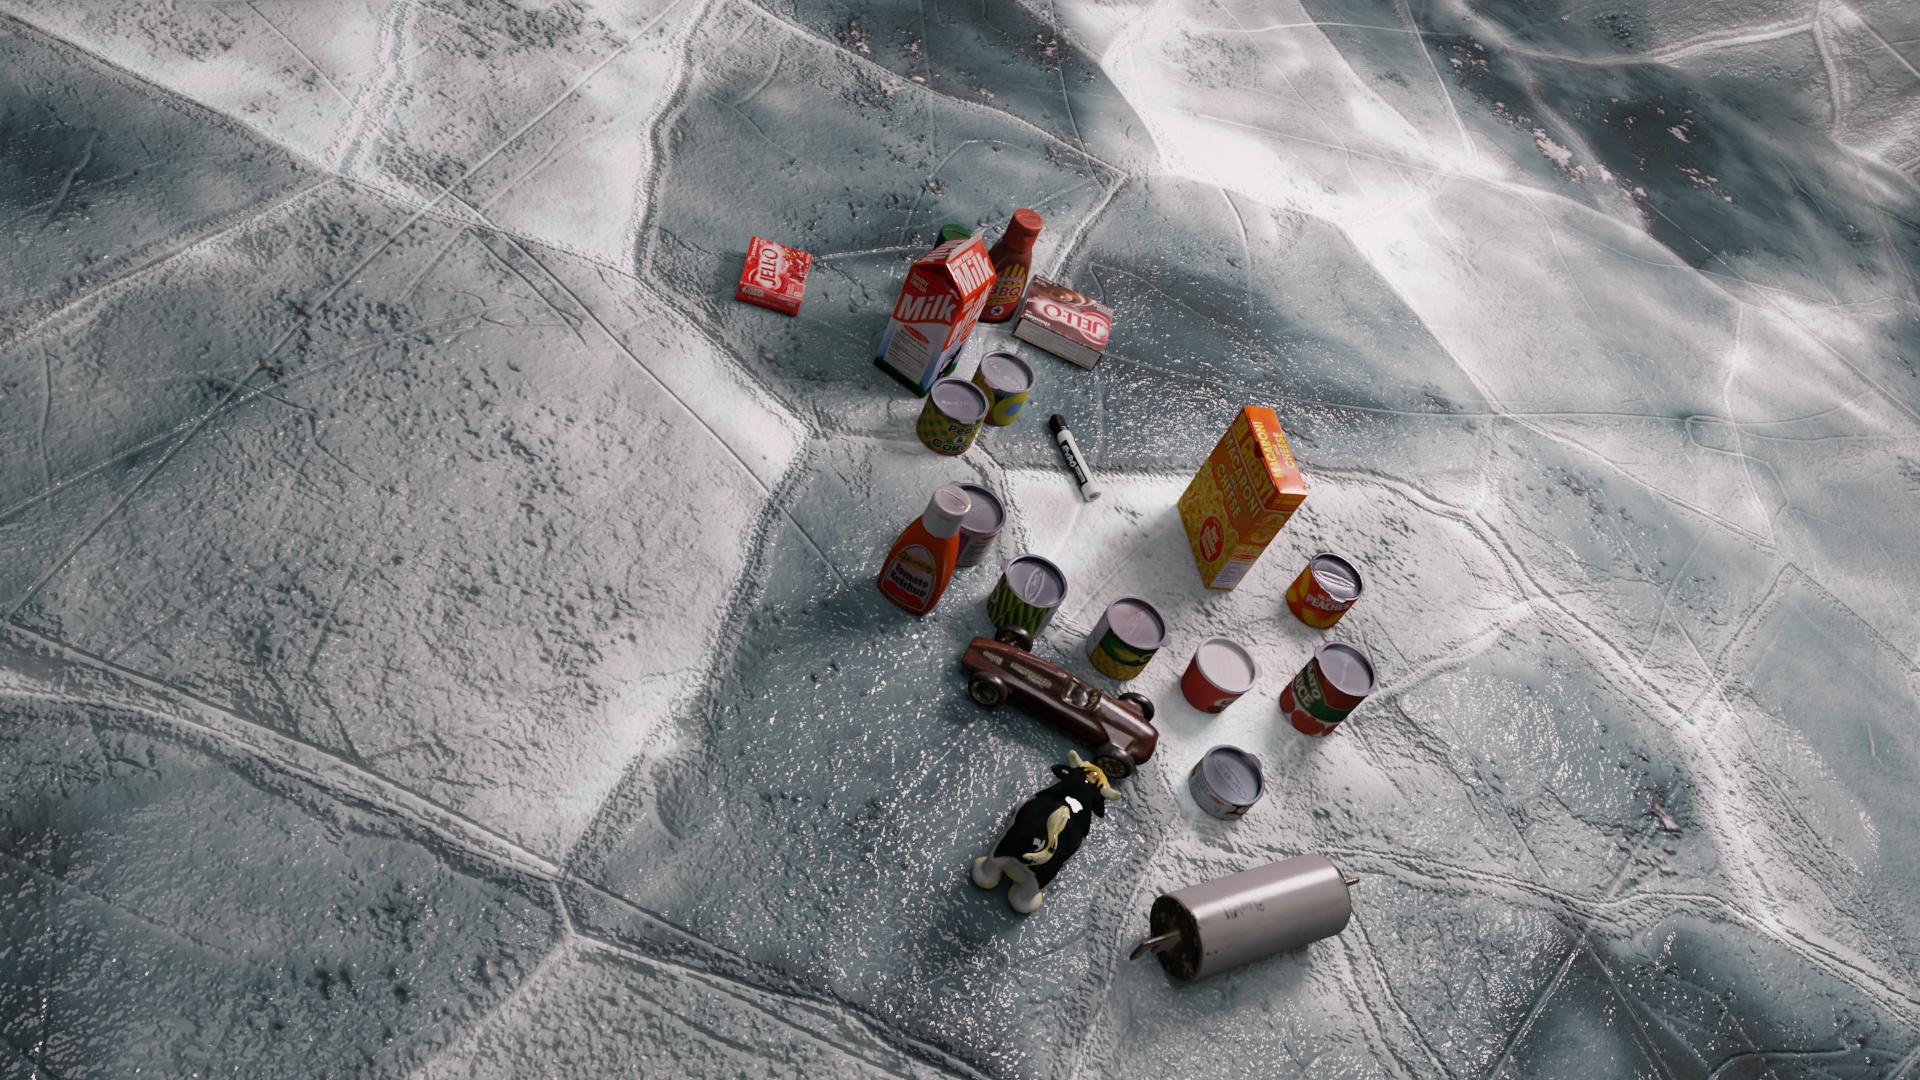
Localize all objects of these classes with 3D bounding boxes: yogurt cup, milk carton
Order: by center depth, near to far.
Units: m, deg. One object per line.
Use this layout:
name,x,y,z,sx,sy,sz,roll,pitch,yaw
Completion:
yogurt cup,0.258,0.138,1.400,0.072,0.053,0.073,12,48,-14
milk carton,-0.023,-0.255,1.519,0.073,0.189,0.073,37,47,9

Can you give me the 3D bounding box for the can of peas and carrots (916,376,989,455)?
can of peas and carrots,-0.008,-0.133,1.512,0.071,0.058,0.071,12,48,-14

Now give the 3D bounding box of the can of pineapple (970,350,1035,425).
can of pineapple,0.042,-0.171,1.568,0.071,0.057,0.071,12,48,-14

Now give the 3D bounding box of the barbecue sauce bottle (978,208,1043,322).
barbecue sauce bottle,0.055,-0.324,1.642,0.065,0.147,0.044,0,52,-24

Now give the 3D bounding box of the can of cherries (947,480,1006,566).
can of cherries,0.005,-0.018,1.420,0.071,0.058,0.072,12,48,-14

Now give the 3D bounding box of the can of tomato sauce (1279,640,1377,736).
can of tomato sauce,0.373,0.152,1.418,0.071,0.082,0.071,12,48,-14

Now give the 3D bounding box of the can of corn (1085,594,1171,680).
can of corn,0.168,0.099,1.391,0.071,0.058,0.071,12,48,-14

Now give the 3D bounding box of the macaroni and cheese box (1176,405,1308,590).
macaroni and cheese box,0.299,-0.044,1.496,0.040,0.165,0.124,4,50,-21

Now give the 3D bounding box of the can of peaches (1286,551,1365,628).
can of peaches,0.401,0.057,1.529,0.071,0.057,0.071,12,48,-14

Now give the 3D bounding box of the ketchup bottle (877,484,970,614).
ketchup bottle,-0.030,0.007,1.321,0.065,0.148,0.044,32,46,5

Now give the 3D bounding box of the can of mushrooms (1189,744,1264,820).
can of mushrooms,0.257,0.231,1.333,0.071,0.033,0.071,12,48,-14

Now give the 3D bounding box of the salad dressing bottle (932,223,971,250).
salad dressing bottle,-0.028,-0.293,1.579,0.064,0.146,0.044,15,48,-12

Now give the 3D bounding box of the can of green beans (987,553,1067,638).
can of green beans,0.066,0.056,1.383,0.071,0.057,0.071,12,48,-14
